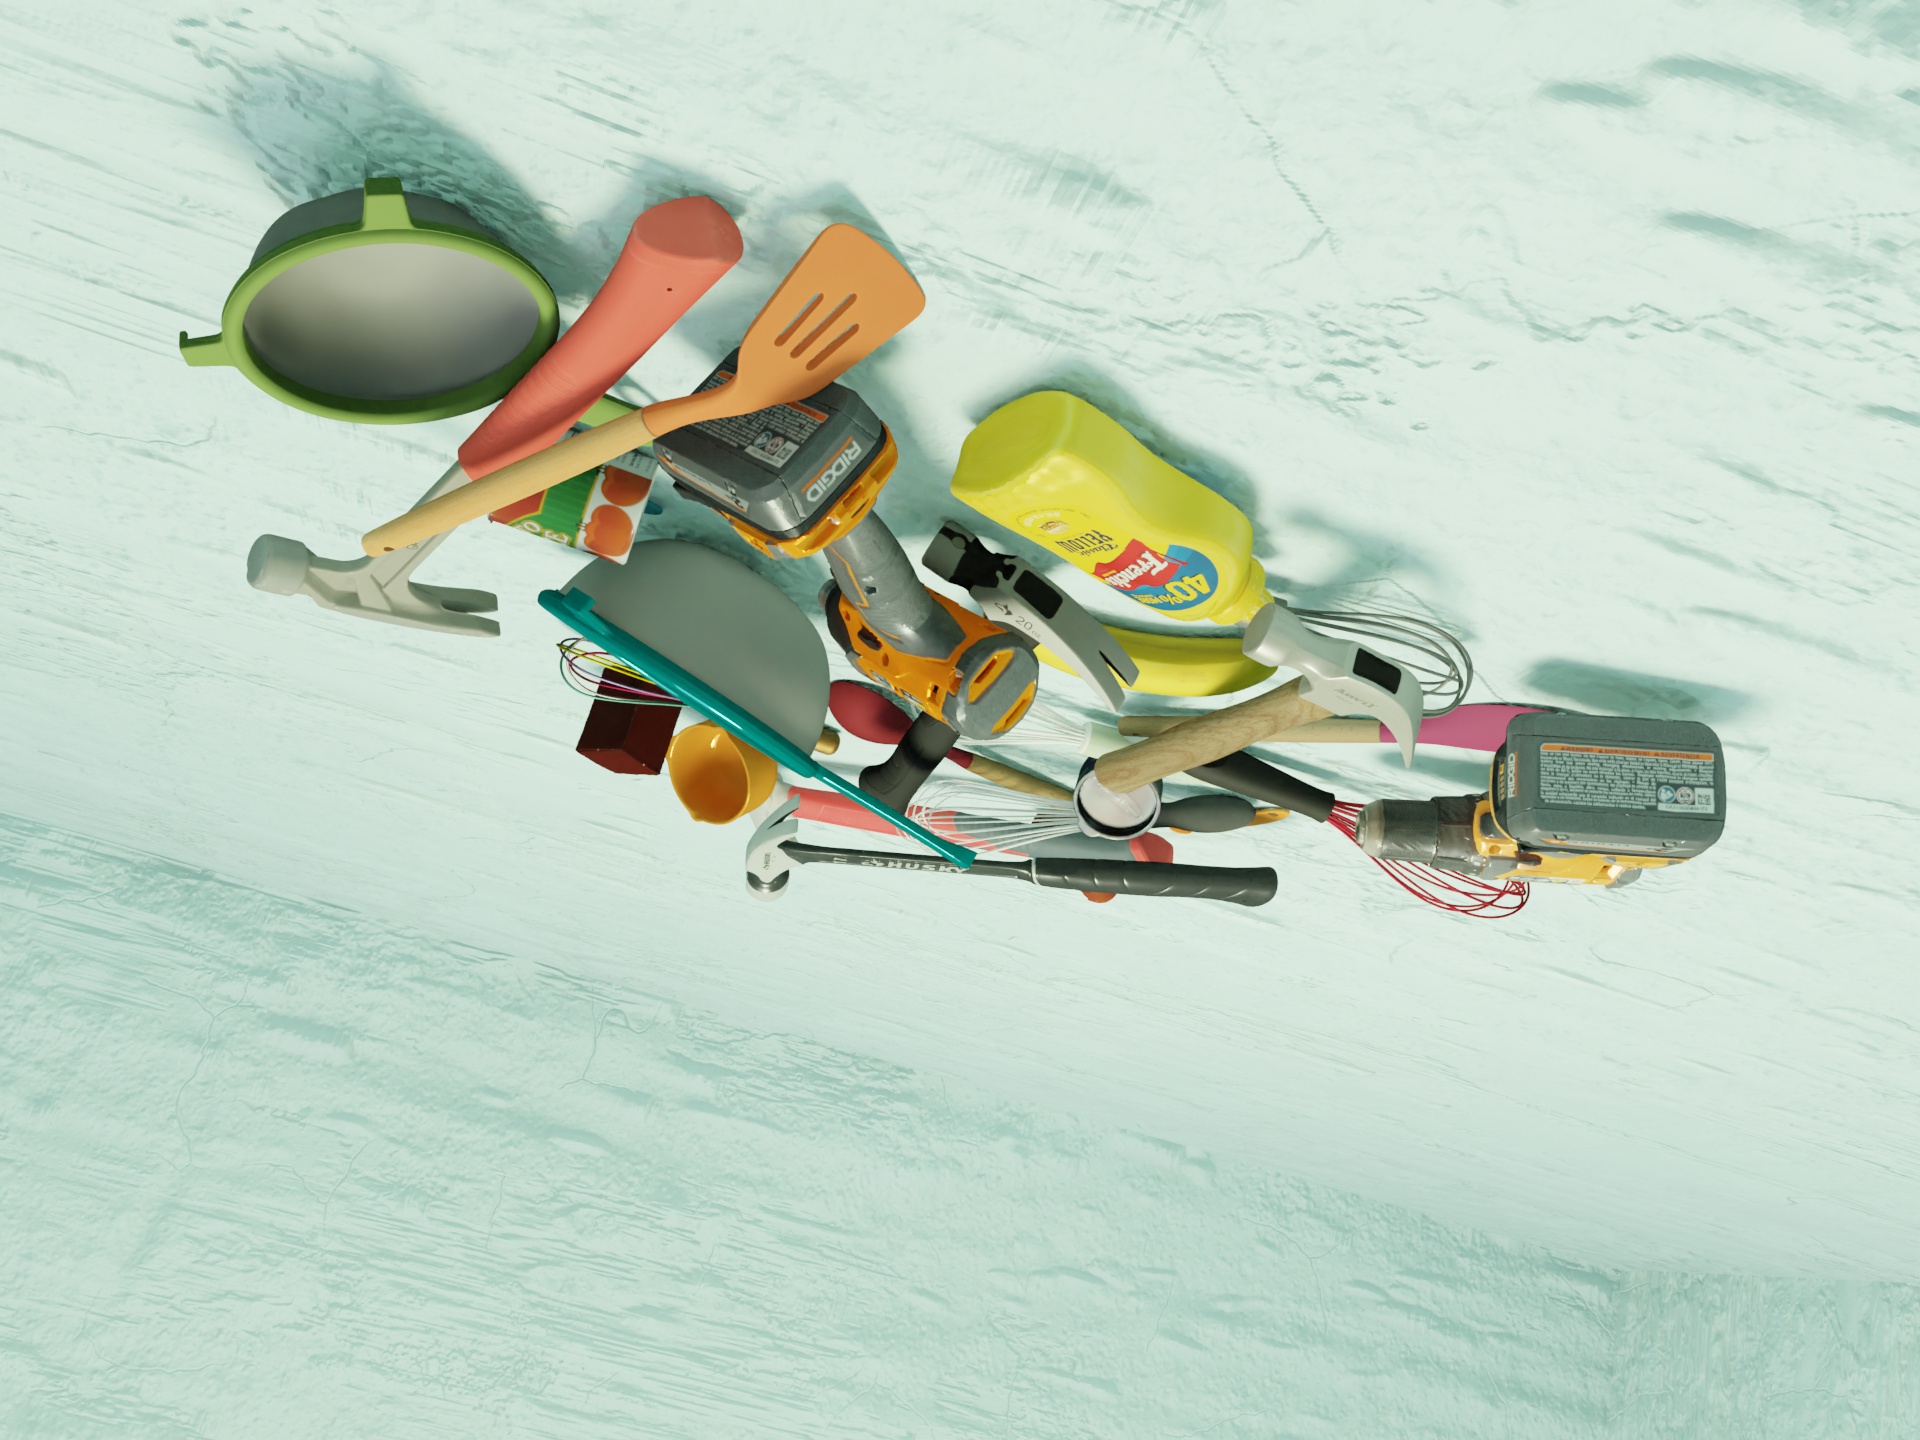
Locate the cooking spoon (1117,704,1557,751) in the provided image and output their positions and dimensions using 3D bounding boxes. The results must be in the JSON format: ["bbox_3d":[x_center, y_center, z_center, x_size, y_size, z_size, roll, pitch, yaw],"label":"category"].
[{"bbox_3d":[0.254,0.007,1.056,0.319,0.017,0.068,2,156,28],"label":"cooking spoon"}]

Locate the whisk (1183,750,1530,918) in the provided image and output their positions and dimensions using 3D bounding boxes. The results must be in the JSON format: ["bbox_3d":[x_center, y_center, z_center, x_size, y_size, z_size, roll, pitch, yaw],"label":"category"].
[{"bbox_3d":[0.283,0.071,1.151,0.295,0.073,0.073,22,159,-6],"label":"whisk"}]

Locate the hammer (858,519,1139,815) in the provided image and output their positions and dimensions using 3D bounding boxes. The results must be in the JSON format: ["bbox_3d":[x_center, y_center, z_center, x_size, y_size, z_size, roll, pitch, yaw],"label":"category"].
[{"bbox_3d":[-0.002,-0.003,1.058,0.146,0.035,0.334,34,149,-2],"label":"hammer"}]

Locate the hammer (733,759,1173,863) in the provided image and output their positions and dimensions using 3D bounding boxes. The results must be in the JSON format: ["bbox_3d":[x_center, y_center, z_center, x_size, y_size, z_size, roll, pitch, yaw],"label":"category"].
[{"bbox_3d":[-0.007,0.102,1.363,0.386,0.038,0.143,8,139,22],"label":"hammer"}]

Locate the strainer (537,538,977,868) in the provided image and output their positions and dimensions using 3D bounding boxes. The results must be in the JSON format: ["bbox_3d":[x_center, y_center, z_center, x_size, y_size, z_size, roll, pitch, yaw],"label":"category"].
[{"bbox_3d":[-0.110,-0.022,1.054,0.340,0.095,0.211,33,174,-17],"label":"strainer"}]

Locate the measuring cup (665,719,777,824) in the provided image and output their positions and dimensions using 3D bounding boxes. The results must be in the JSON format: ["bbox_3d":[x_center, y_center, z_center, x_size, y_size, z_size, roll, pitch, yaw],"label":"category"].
[{"bbox_3d":[-0.229,0.018,1.357,0.174,0.095,0.052,33,-150,22],"label":"measuring cup"}]

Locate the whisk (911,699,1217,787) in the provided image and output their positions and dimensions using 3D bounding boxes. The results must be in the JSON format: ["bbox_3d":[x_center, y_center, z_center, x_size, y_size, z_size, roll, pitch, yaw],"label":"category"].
[{"bbox_3d":[0.082,0.009,1.146,0.246,0.059,0.058,15,-164,-12],"label":"whisk"}]

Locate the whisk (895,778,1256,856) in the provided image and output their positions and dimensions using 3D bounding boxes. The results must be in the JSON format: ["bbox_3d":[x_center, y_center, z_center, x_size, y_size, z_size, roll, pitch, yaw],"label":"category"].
[{"bbox_3d":[0.089,0.077,1.255,0.284,0.070,0.070,-2,157,8],"label":"whisk"}]

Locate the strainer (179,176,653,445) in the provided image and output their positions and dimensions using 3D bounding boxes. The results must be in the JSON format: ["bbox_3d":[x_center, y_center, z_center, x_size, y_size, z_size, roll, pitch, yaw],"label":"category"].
[{"bbox_3d":[-0.243,-0.201,0.801,0.151,0.069,0.256,-25,160,27],"label":"strainer"}]

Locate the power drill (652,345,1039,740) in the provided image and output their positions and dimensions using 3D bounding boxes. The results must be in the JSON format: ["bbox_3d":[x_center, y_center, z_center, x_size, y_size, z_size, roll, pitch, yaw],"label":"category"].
[{"bbox_3d":[-0.064,-0.091,0.854,0.164,0.084,0.226,31,165,43],"label":"power drill"}]

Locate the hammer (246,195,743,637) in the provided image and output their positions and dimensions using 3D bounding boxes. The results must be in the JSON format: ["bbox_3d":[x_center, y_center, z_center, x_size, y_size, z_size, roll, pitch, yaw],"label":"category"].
[{"bbox_3d":[-0.221,-0.141,0.813,0.149,0.037,0.359,11,148,-44],"label":"hammer"}]

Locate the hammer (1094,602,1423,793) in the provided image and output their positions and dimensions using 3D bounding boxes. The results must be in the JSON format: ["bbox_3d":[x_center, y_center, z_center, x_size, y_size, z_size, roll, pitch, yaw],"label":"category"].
[{"bbox_3d":[0.164,0.007,0.973,0.130,0.031,0.331,25,162,-12],"label":"hammer"}]

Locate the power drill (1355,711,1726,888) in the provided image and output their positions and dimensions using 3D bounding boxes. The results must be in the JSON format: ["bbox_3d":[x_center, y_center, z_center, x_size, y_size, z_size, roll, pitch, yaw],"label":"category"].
[{"bbox_3d":[0.356,0.058,1.000,0.185,0.084,0.226,4,166,6],"label":"power drill"}]

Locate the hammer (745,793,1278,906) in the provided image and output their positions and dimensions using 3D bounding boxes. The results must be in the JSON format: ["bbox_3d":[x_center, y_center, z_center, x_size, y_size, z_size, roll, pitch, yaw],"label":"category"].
[{"bbox_3d":[0.042,0.111,1.215,0.409,0.036,0.149,5,154,-7],"label":"hammer"}]

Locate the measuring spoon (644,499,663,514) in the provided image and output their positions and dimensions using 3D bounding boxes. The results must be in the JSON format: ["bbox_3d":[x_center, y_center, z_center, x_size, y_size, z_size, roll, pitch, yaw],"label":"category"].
[{"bbox_3d":[-0.251,-0.140,1.001,0.128,0.021,0.042,14,160,4],"label":"measuring spoon"}]

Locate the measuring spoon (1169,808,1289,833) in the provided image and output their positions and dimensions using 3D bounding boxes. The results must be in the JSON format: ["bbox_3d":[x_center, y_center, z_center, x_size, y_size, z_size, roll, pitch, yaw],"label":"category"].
[{"bbox_3d":[0.217,0.079,1.283,0.021,0.011,0.117,30,151,-36],"label":"measuring spoon"}]

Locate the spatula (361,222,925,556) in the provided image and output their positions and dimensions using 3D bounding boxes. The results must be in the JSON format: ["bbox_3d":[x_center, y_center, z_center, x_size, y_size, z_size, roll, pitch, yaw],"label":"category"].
[{"bbox_3d":[-0.167,-0.143,0.763,0.322,0.041,0.081,-17,159,24],"label":"spatula"}]

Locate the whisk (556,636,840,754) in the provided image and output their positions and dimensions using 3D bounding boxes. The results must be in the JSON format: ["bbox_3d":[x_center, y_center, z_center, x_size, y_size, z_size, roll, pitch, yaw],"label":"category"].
[{"bbox_3d":[-0.206,-0.016,1.269,0.244,0.051,0.047,21,153,-24],"label":"whisk"}]

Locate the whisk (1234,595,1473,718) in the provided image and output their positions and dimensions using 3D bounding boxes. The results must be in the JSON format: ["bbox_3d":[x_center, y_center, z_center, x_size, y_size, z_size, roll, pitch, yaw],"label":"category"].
[{"bbox_3d":[0.179,-0.056,0.907,0.239,0.055,0.055,19,159,-1],"label":"whisk"}]

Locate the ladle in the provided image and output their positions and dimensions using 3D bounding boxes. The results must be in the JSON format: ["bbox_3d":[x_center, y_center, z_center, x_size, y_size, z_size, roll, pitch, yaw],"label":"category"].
[{"bbox_3d":[0.026,0.040,1.286,0.315,0.031,0.069,24,158,-28],"label":"ladle"}]
